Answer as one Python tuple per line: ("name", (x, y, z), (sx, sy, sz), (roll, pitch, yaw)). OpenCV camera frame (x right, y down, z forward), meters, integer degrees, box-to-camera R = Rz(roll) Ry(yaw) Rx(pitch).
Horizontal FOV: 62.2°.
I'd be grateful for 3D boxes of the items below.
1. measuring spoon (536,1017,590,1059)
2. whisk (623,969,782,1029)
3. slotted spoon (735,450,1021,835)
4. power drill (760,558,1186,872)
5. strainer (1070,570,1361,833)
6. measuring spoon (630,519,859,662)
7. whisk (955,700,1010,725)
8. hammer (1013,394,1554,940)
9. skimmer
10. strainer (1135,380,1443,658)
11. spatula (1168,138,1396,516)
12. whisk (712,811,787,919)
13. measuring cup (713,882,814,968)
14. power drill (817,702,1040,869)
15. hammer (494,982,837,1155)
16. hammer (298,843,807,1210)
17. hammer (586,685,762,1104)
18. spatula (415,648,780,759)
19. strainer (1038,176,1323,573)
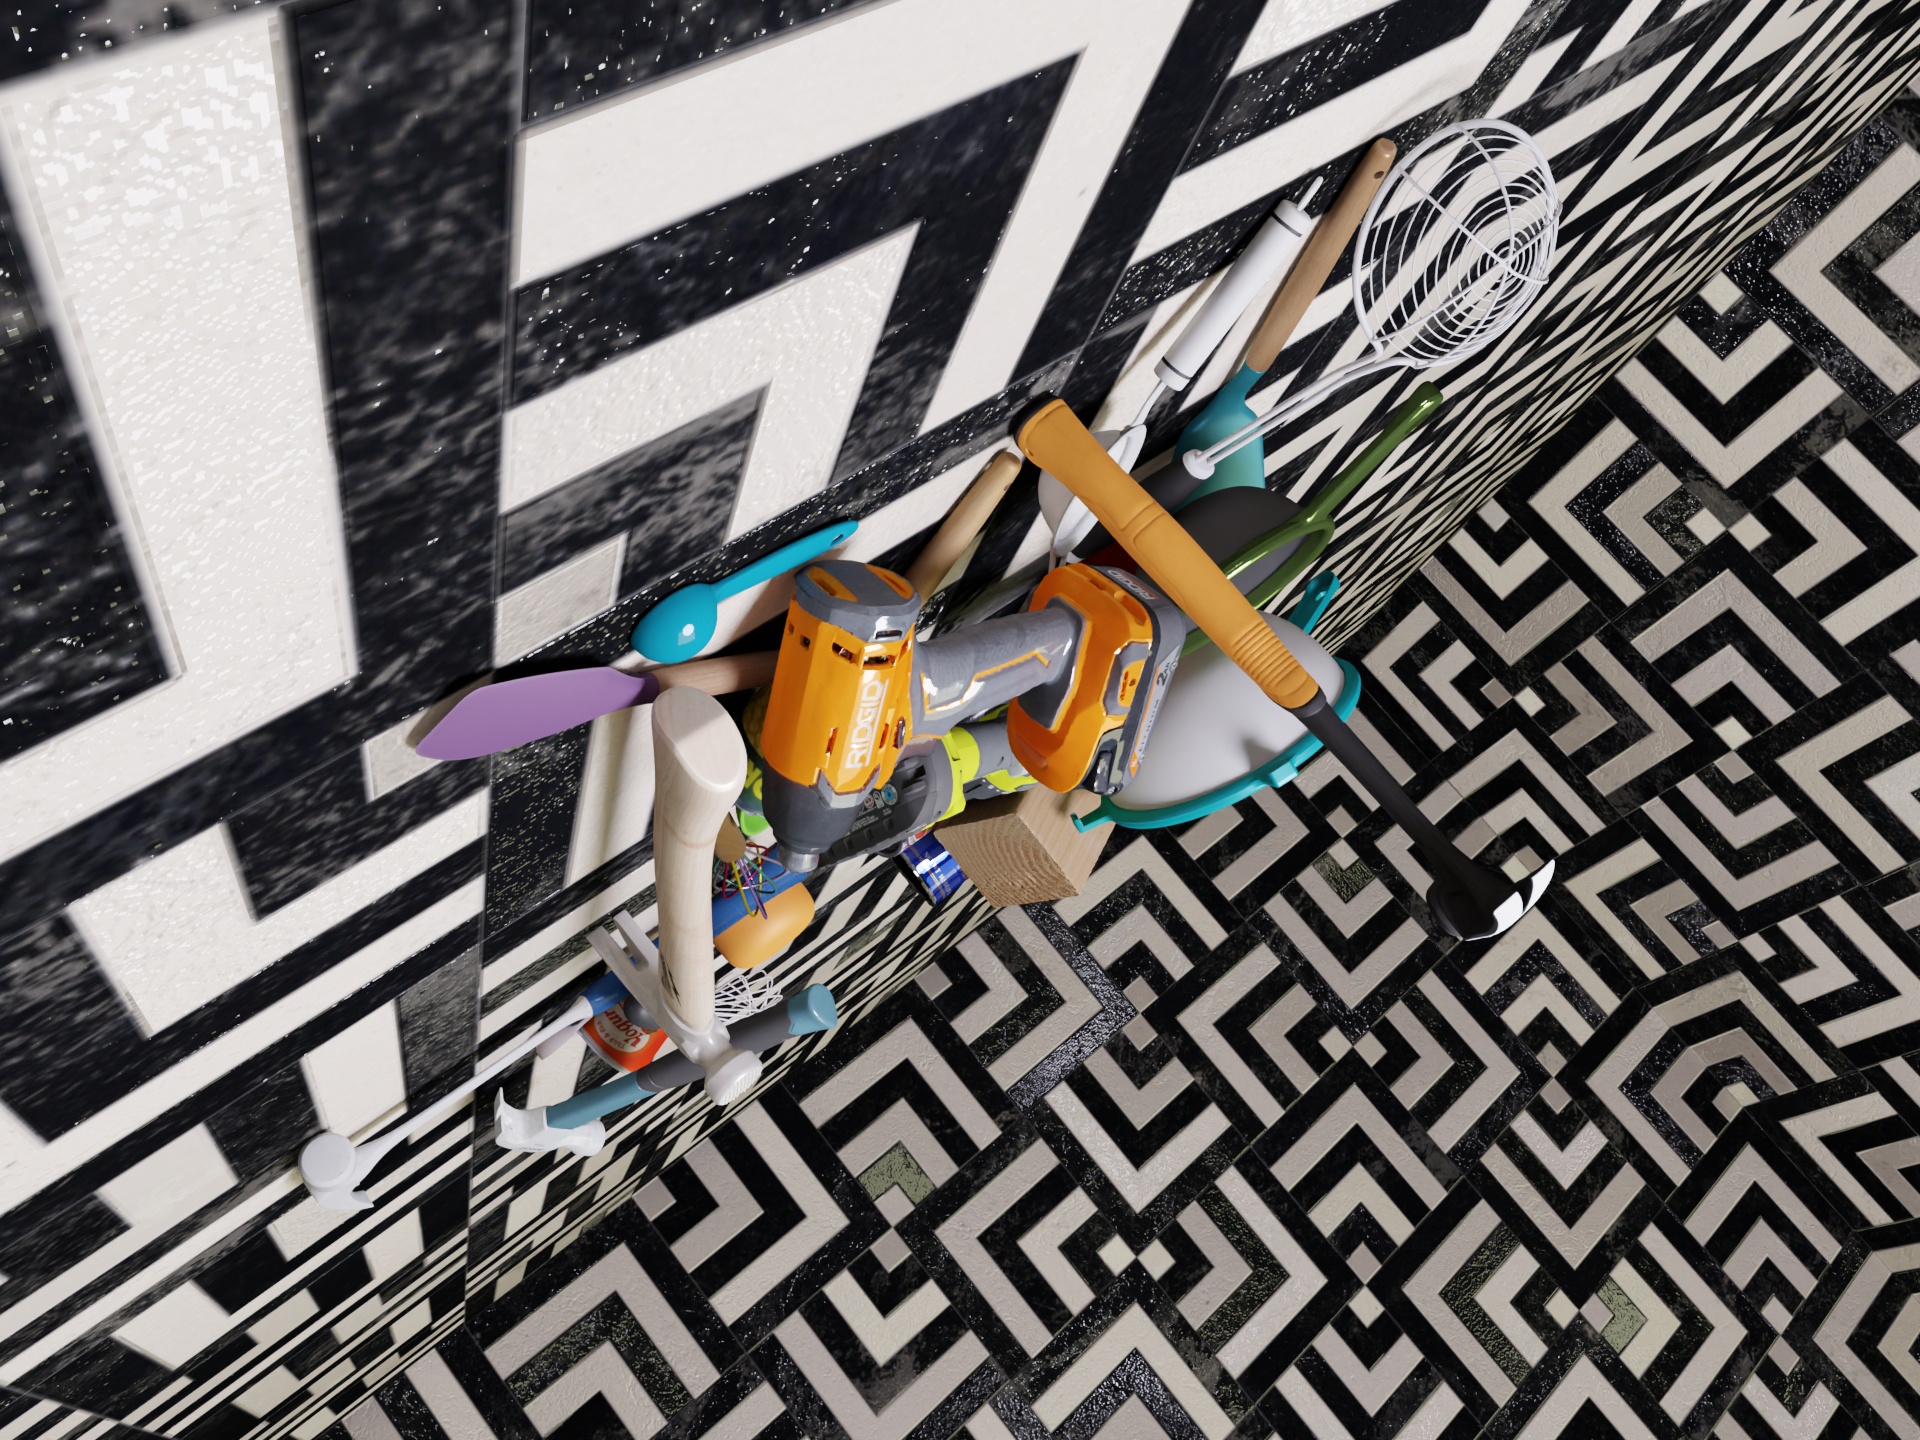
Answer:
("measuring spoon", (-0.274, 0.207, 1.203), (0.124, 0.018, 0.034), (-44, -171, -18))
("whisk", (-0.197, 0.222, 1.230), (0.070, 0.070, 0.284), (-40, 164, 2))
("slotted spoon", (-0.054, -0.038, 0.909), (0.313, 0.031, 0.070), (-50, 171, 36))
("power drill", (-0.001, -0.003, 0.830), (0.226, 0.084, 0.164), (-6, 123, -37))
("strainer", (0.207, -0.054, 1.205), (0.211, 0.095, 0.340), (-18, -158, 43))
("measuring spoon", (-0.089, -0.057, 0.711), (0.128, 0.021, 0.042), (-32, 167, -33))
("whisk", (0.072, -0.051, 1.251), (0.239, 0.055, 0.055), (-34, 169, -6))
("hammer", (0.143, -0.032, 0.759), (0.034, 0.337, 0.127), (-41, 168, -3))
("skimmer", (0.181, -0.202, 0.928), (0.127, 0.090, 0.363), (17, 150, -34))
("strainer", (0.187, -0.133, 0.983), (0.151, 0.069, 0.256), (-20, 160, -47))
("spatula", (0.193, -0.222, 0.954), (0.082, 0.044, 0.317), (-9, 158, -15))
("whisk", (-0.152, 0.086, 1.067), (0.047, 0.051, 0.244), (-59, 170, -16))
("measuring cup", (-0.132, 0.136, 1.283), (0.173, 0.052, 0.095), (-41, 170, 18))
("power drill", (-0.009, 0.031, 1.089), (0.190, 0.080, 0.228), (-27, 172, 42))
("hammer", (-0.218, 0.260, 1.171), (0.331, 0.033, 0.128), (-28, 149, 29))
("hammer", (-0.278, 0.211, 1.137), (0.405, 0.035, 0.144), (-34, 168, -29))
("hammer", (-0.158, 0.091, 0.876), (0.038, 0.146, 0.410), (-36, 162, -26))
("spatula", (-0.133, -0.016, 0.745), (0.059, 0.018, 0.316), (-40, 169, 25))
("strainer", (0.106, -0.180, 0.846), (0.258, 0.050, 0.087), (-51, 172, 25))
